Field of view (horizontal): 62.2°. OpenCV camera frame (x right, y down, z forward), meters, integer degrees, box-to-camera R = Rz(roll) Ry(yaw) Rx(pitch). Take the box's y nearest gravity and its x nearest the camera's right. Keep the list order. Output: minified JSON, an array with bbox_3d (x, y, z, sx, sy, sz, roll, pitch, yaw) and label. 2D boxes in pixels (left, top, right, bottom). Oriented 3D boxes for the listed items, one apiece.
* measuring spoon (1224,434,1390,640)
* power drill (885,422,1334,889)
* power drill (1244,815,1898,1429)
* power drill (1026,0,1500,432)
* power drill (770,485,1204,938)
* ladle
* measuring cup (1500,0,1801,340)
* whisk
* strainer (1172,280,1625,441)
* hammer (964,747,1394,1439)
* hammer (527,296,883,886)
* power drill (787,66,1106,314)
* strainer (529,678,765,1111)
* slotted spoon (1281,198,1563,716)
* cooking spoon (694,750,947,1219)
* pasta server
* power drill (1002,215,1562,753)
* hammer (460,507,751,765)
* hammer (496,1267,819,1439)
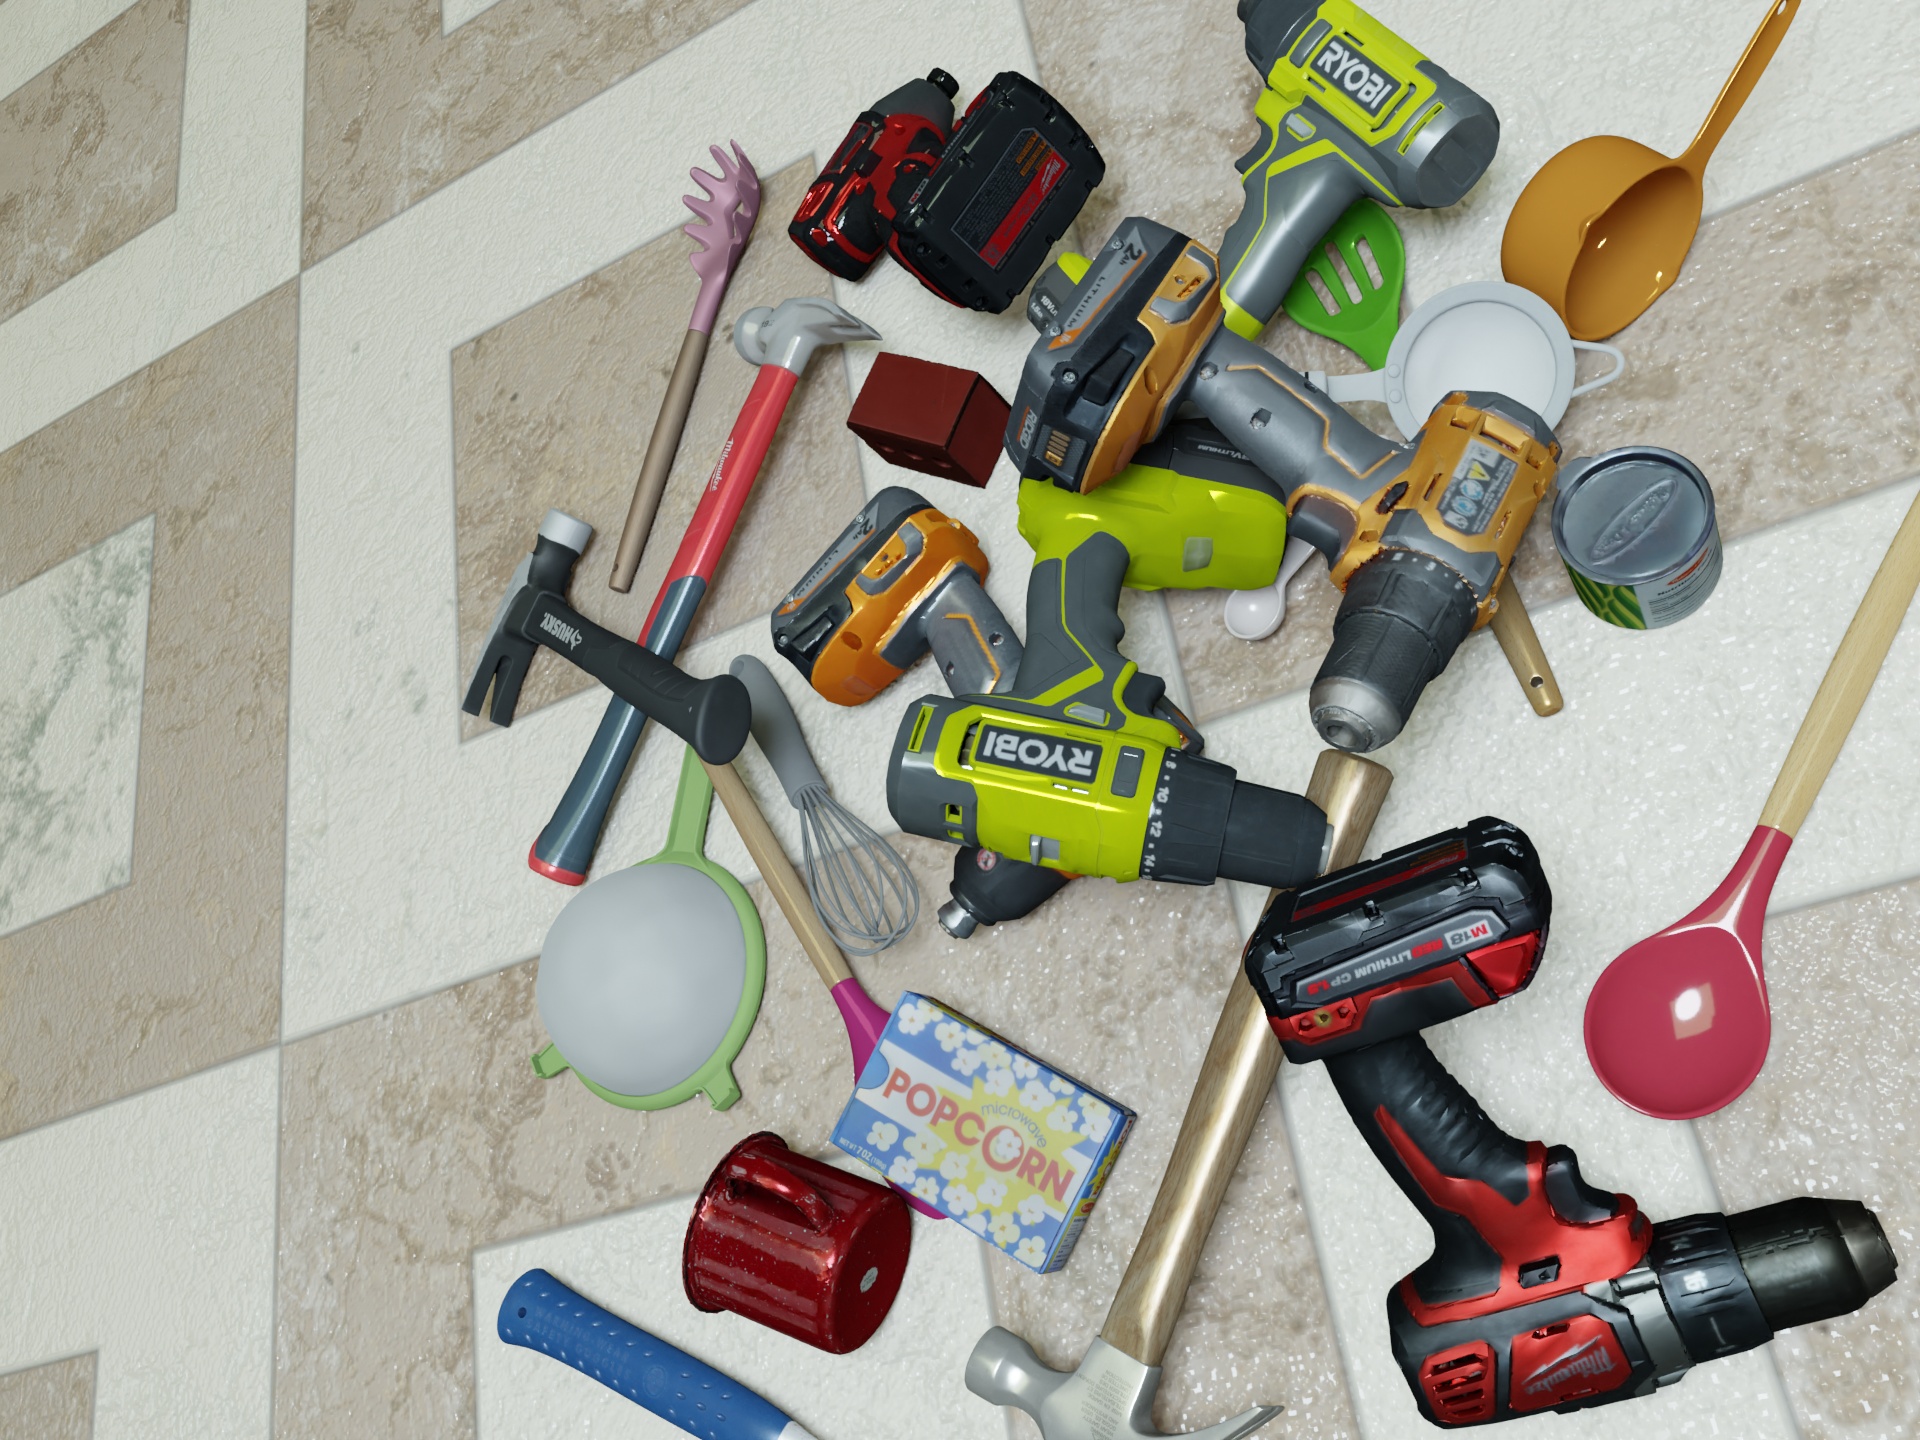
[{"bbox_3d":[0.180,-0.091,0.806,0.124,0.018,0.034,-53,43,9],"label":"measuring spoon"},{"bbox_3d":[0.086,-0.029,0.737,0.190,0.080,0.229,11,58,10],"label":"power drill"},{"bbox_3d":[0.229,0.155,0.617,0.188,0.080,0.226,-24,93,20],"label":"power drill"},{"bbox_3d":[0.145,-0.265,0.831,0.223,0.080,0.171,-49,55,21],"label":"power drill"},{"bbox_3d":[-0.001,-0.003,0.847,0.164,0.084,0.227,-48,61,6],"label":"power drill"},{"bbox_3d":[0.352,0.023,0.668,0.069,0.031,0.315,26,84,25],"label":"ladle"},{"bbox_3d":[0.318,-0.265,0.738,0.052,0.095,0.173,47,119,38],"label":"measuring cup"},{"bbox_3d":[-0.084,0.039,0.892,0.055,0.055,0.239,-42,49,10],"label":"whisk"},{"bbox_3d":[0.181,-0.162,0.774,0.258,0.050,0.087,-1,95,13],"label":"strainer"},{"bbox_3d":[0.119,0.170,0.702,0.130,0.031,0.331,19,82,33],"label":"hammer"},{"bbox_3d":[-0.164,-0.078,0.970,0.143,0.038,0.386,18,84,56],"label":"hammer"},{"bbox_3d":[-0.015,-0.323,0.944,0.143,0.078,0.220,-54,33,2],"label":"power drill"},{"bbox_3d":[-0.181,0.092,0.919,0.151,0.069,0.256,2,75,30],"label":"strainer"},{"bbox_3d":[0.231,-0.140,0.797,0.070,0.031,0.314,-28,63,24],"label":"slotted spoon"},{"bbox_3d":[-0.077,0.123,0.866,0.069,0.017,0.319,-39,64,12],"label":"cooking spoon"},{"bbox_3d":[-0.190,-0.238,1.065,0.060,0.040,0.316,5,76,43],"label":"pasta server"},{"bbox_3d":[0.132,-0.102,0.697,0.226,0.084,0.185,30,64,6],"label":"power drill"},{"bbox_3d":[-0.210,-0.032,0.939,0.335,0.035,0.146,26,89,54],"label":"hammer"},{"bbox_3d":[-0.076,0.356,0.783,0.406,0.035,0.144,12,79,32],"label":"hammer"}]
